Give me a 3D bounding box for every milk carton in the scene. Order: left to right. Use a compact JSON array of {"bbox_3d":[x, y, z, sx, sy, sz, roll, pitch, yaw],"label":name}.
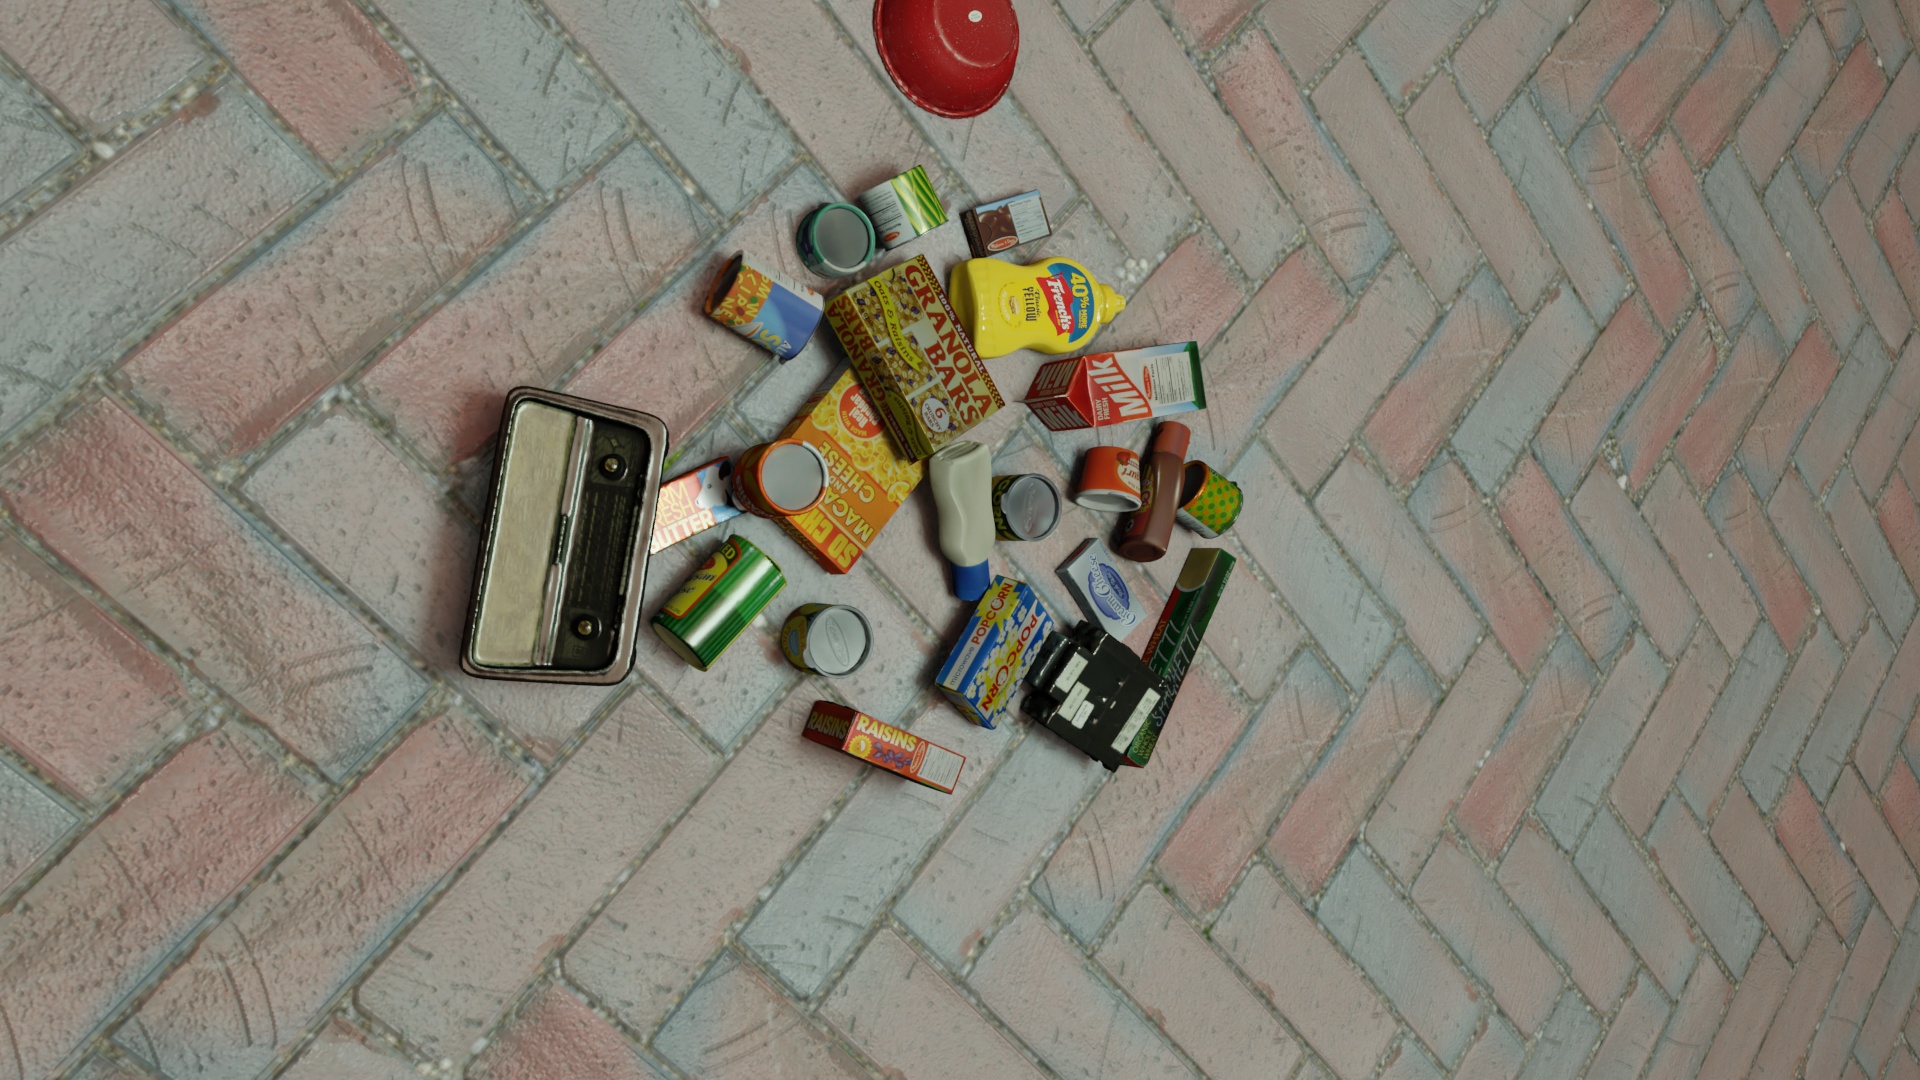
[{"bbox_3d":[0.151,-0.154,1.407,0.191,0.072,0.073,-12,96,-32],"label":"milk carton"}]

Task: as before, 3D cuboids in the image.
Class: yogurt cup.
[{"bbox_3d":[0.152,-0.063,1.412,0.072,0.072,0.054,15,74,-30],"label":"yogurt cup"}]

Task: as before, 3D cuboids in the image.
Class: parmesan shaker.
[{"bbox_3d":[-0.206,0.053,1.187,0.103,0.071,0.071,-49,113,-22],"label":"parmesan shaker"}]

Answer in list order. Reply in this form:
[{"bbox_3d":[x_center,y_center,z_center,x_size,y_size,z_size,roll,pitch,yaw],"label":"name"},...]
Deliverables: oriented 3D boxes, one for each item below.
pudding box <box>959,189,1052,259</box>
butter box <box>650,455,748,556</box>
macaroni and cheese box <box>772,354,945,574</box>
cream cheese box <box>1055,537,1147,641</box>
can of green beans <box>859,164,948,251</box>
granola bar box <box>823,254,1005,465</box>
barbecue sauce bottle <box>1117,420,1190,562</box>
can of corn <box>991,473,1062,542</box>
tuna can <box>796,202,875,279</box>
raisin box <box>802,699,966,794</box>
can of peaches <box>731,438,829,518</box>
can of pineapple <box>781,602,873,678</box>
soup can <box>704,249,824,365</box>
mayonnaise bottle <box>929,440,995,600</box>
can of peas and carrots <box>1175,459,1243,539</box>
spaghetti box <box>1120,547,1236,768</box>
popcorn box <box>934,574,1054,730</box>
[{"bbox_3d":[0.045,-0.312,1.369,0.084,0.030,0.049,-24,103,-29],"label":"pudding box"},{"bbox_3d":[-0.237,-0.030,1.197,0.104,0.024,0.053,-27,103,-29],"label":"butter box"},{"bbox_3d":[-0.104,-0.070,1.269,0.123,0.040,0.167,46,67,-22],"label":"macaroni and cheese box"},{"bbox_3d":[0.145,0.054,1.428,0.053,0.024,0.103,-42,110,-23],"label":"cream cheese box"},{"bbox_3d":[-0.053,-0.309,1.288,0.071,0.071,0.057,-34,106,-27],"label":"can of green beans"},{"bbox_3d":[-0.040,-0.169,1.276,0.125,0.039,0.165,-38,101,-47],"label":"granola bar box"},{"bbox_3d":[0.206,-0.053,1.447,0.043,0.064,0.149,25,68,-16],"label":"barbecue sauce bottle"},{"bbox_3d":[0.054,-0.032,1.354,0.071,0.058,0.071,0,90,-31],"label":"can of corn"},{"bbox_3d":[-0.113,-0.277,1.270,0.071,0.033,0.071,0,90,-31],"label":"tuna can"},{"bbox_3d":[-0.069,0.187,1.260,0.123,0.086,0.040,27,78,-28],"label":"raisin box"},{"bbox_3d":[-0.154,-0.051,1.180,0.071,0.058,0.071,1,87,-30],"label":"can of peaches"},{"bbox_3d":[-0.122,0.089,1.246,0.071,0.058,0.071,0,89,-31],"label":"can of pineapple"},{"bbox_3d":[-0.173,-0.203,1.215,0.084,0.071,0.071,28,76,-27],"label":"soup can"},{"bbox_3d":[0.005,-0.016,1.312,0.065,0.041,0.147,-30,123,-44],"label":"mayonnaise bottle"},{"bbox_3d":[0.257,-0.046,1.473,0.058,0.071,0.071,32,74,-26],"label":"can of peas and carrots"},{"bbox_3d":[0.220,0.120,1.457,0.028,0.050,0.251,34,73,-25],"label":"spaghetti box"},{"bbox_3d":[0.034,0.108,1.331,0.127,0.038,0.085,-59,145,-18],"label":"popcorn box"}]
